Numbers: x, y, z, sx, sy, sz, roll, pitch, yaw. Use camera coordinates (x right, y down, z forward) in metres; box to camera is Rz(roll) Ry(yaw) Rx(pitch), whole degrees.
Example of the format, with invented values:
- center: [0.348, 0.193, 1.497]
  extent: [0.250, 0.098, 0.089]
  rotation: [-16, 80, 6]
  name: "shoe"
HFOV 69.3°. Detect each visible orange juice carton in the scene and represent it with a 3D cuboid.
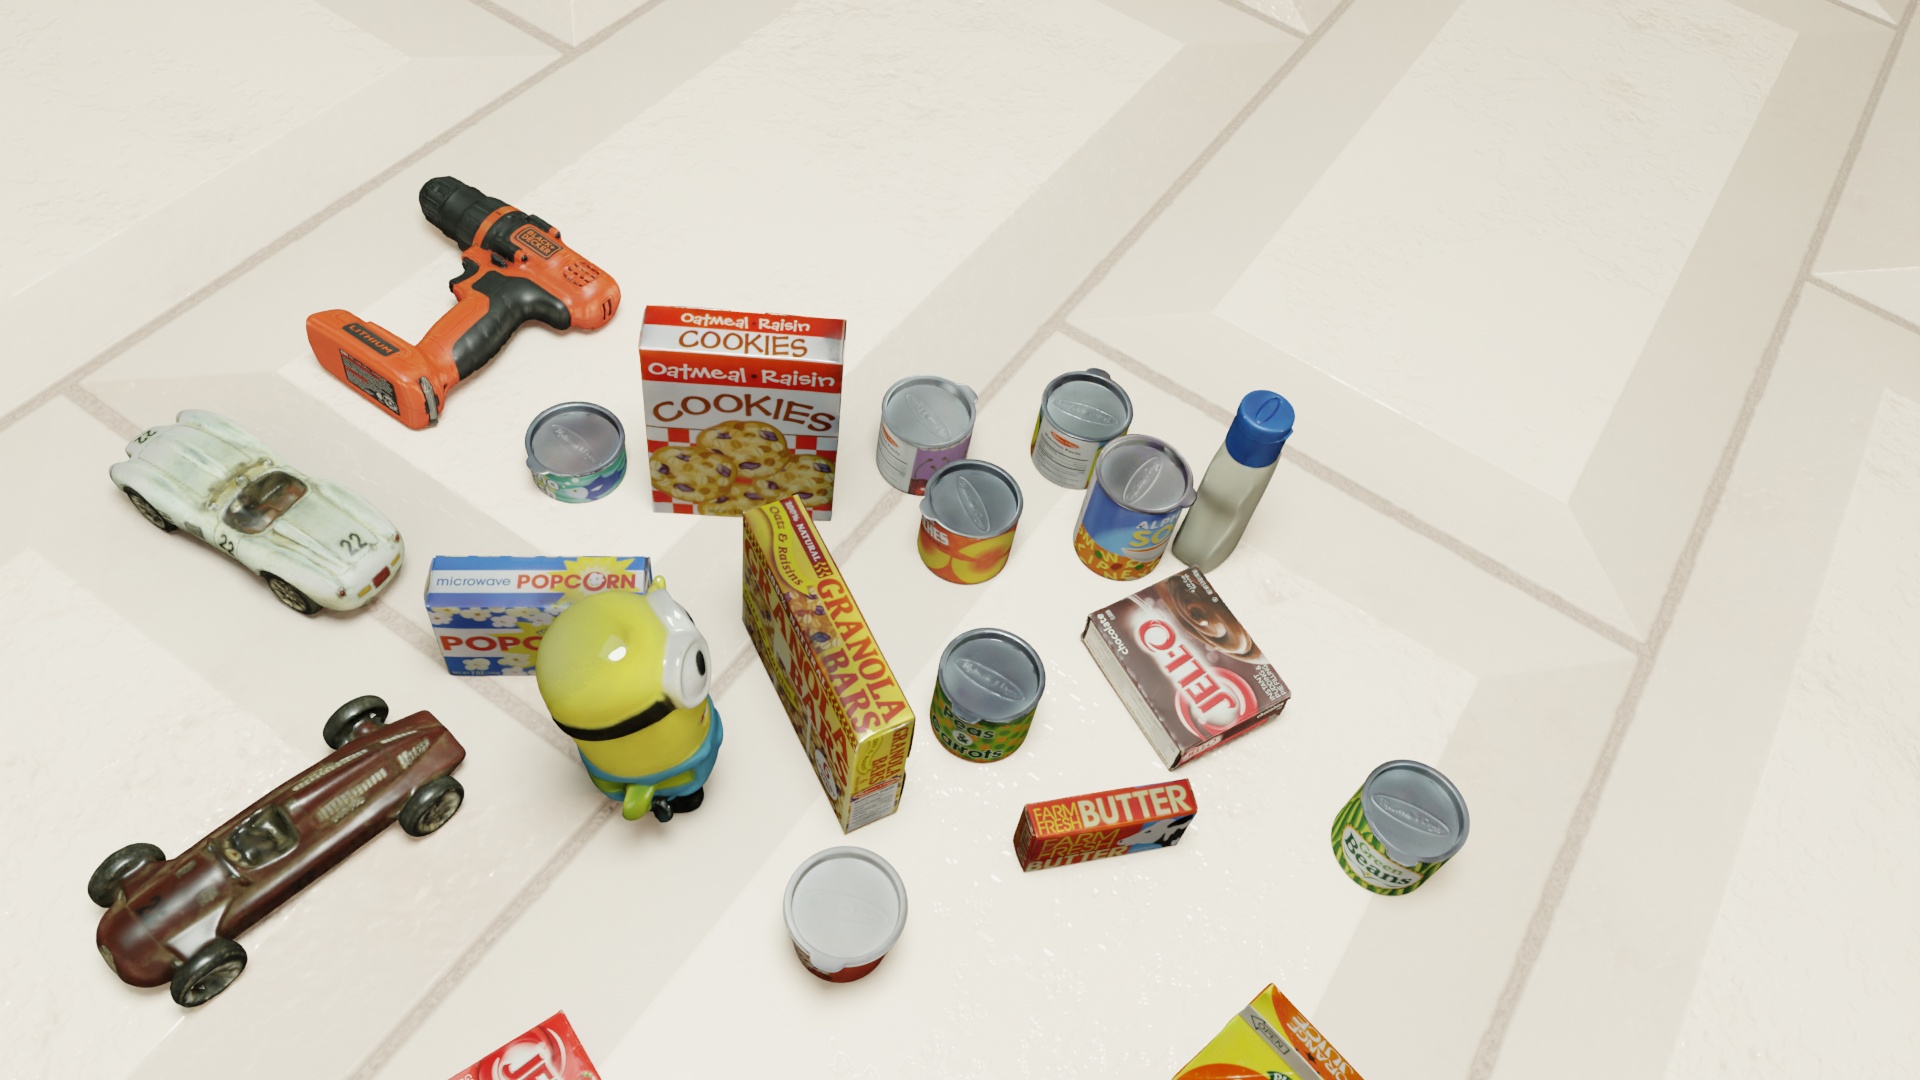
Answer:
- center: [0.138, 0.280, 0.672]
  extent: [0.073, 0.191, 0.072]
  rotation: [-33, 66, -27]
  name: "orange juice carton"

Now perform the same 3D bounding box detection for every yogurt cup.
- center: [-0.065, 0.212, 0.775]
  extent: [0.072, 0.053, 0.073]
  rotation: [4, 54, -6]
  name: "yogurt cup"

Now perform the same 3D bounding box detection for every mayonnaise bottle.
- center: [0.185, -0.041, 0.936]
  extent: [0.041, 0.147, 0.065]
  rotation: [35, 57, 15]
  name: "mayonnaise bottle"

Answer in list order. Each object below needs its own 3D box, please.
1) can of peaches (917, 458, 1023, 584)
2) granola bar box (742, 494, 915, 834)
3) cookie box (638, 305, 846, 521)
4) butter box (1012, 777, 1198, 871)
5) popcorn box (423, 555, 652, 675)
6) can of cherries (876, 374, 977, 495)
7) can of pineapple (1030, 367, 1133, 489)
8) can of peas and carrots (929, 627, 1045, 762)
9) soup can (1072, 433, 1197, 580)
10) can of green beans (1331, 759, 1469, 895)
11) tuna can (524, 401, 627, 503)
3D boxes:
- center: [0.003, -0.012, 0.943]
  extent: [0.071, 0.057, 0.071]
  rotation: [4, 54, -6]
  name: "can of peaches"
- center: [-0.082, 0.074, 0.828]
  extent: [0.039, 0.123, 0.166]
  rotation: [-19, 60, -21]
  name: "granola bar box"
- center: [-0.140, -0.079, 0.901]
  extent: [0.123, 0.166, 0.040]
  rotation: [3, 55, -7]
  name: "cookie box"
- center: [0.086, 0.170, 0.828]
  extent: [0.104, 0.052, 0.024]
  rotation: [-6, 56, -13]
  name: "butter box"
- center: [-0.252, 0.046, 0.845]
  extent: [0.127, 0.084, 0.038]
  rotation: [0, 55, -8]
  name: "popcorn box"
- center: [-0.023, -0.075, 0.983]
  extent: [0.071, 0.058, 0.072]
  rotation: [4, 54, -6]
  name: "can of cherries"
- center: [0.088, -0.080, 1.005]
  extent: [0.071, 0.057, 0.071]
  rotation: [4, 54, -6]
  name: "can of pineapple"
- center: [0.015, 0.099, 0.865]
  extent: [0.071, 0.058, 0.071]
  rotation: [4, 54, -6]
  name: "can of peas and carrots"
- center: [0.119, -0.020, 0.950]
  extent: [0.071, 0.083, 0.072]
  rotation: [4, 54, -6]
  name: "soup can"
- center: [0.267, 0.176, 0.849]
  extent: [0.071, 0.057, 0.071]
  rotation: [4, 54, -6]
  name: "can of green beans"
- center: [-0.264, -0.059, 0.950]
  extent: [0.071, 0.032, 0.071]
  rotation: [4, 54, -6]
  name: "tuna can"
